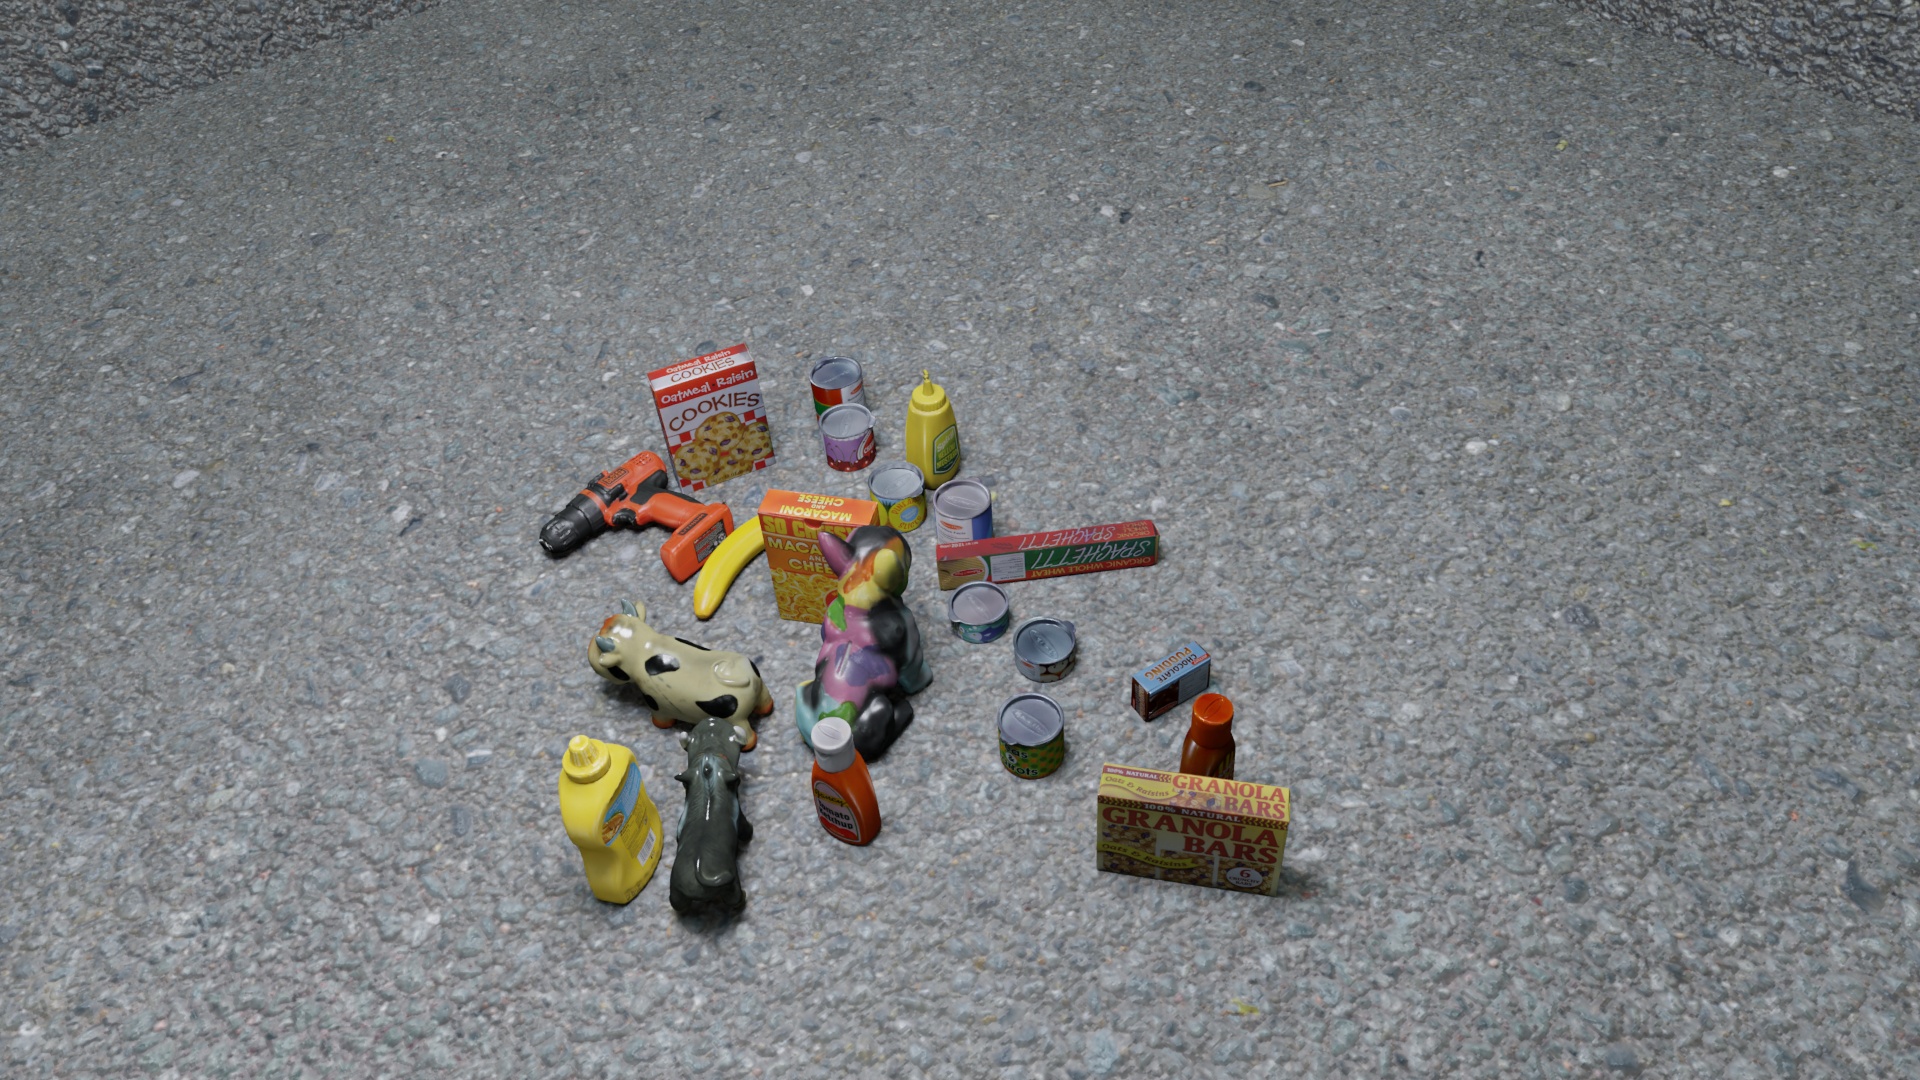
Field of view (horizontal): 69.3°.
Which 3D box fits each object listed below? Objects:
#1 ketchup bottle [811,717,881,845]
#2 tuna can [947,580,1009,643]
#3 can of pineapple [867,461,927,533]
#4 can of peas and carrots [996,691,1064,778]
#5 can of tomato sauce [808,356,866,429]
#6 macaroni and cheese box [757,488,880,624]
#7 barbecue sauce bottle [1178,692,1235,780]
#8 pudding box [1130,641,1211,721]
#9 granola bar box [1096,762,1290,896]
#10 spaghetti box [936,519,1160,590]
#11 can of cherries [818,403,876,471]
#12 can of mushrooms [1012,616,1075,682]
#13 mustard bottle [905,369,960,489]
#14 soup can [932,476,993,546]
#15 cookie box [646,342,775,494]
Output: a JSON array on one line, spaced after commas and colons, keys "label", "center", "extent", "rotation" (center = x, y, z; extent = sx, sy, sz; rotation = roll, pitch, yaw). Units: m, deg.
[{"label": "ketchup bottle", "center": [-0.111, 0.224, 1.300], "extent": [0.065, 0.148, 0.044], "rotation": [22, 51, 25]}, {"label": "tuna can", "center": [0.019, 0.079, 1.517], "extent": [0.071, 0.032, 0.071], "rotation": [-2, 45, 3]}, {"label": "can of pineapple", "center": [-0.073, -0.050, 1.637], "extent": [0.071, 0.057, 0.071], "rotation": [-2, 45, 3]}, {"label": "can of peas and carrots", "center": [0.069, 0.195, 1.377], "extent": [0.071, 0.058, 0.071], "rotation": [-2, 45, 3]}, {"label": "can of tomato sauce", "center": [-0.155, -0.182, 1.760], "extent": [0.071, 0.082, 0.071], "rotation": [-3, 45, 3]}, {"label": "macaroni and cheese box", "center": [-0.143, 0.024, 1.492], "extent": [0.124, 0.165, 0.040], "rotation": [7, 46, 12]}, {"label": "barbecue sauce bottle", "center": [0.230, 0.201, 1.293], "extent": [0.044, 0.147, 0.065], "rotation": [30, 55, 30]}, {"label": "pudding box", "center": [0.216, 0.144, 1.422], "extent": [0.084, 0.049, 0.030], "rotation": [-26, 48, -20]}, {"label": "granola bar box", "center": [0.207, 0.261, 1.252], "extent": [0.165, 0.123, 0.039], "rotation": [6, 46, 11]}, {"label": "spaghetti box", "center": [0.098, 0.016, 1.561], "extent": [0.250, 0.050, 0.029], "rotation": [-7, 45, -2]}, {"label": "can of cherries", "center": [-0.137, -0.127, 1.720], "extent": [0.071, 0.058, 0.072], "rotation": [-2, 45, 3]}, {"label": "can of mushrooms", "center": [0.091, 0.115, 1.474], "extent": [0.071, 0.033, 0.071], "rotation": [-2, 45, 3]}, {"label": "mustard bottle", "center": [-0.035, -0.135, 1.648], "extent": [0.049, 0.159, 0.065], "rotation": [29, 54, 30]}, {"label": "soup can", "center": [0.006, -0.020, 1.582], "extent": [0.071, 0.083, 0.072], "rotation": [-3, 45, 3]}, {"label": "cookie box", "center": [-0.299, -0.146, 1.677], "extent": [0.123, 0.166, 0.040], "rotation": [-20, 47, -15]}]
